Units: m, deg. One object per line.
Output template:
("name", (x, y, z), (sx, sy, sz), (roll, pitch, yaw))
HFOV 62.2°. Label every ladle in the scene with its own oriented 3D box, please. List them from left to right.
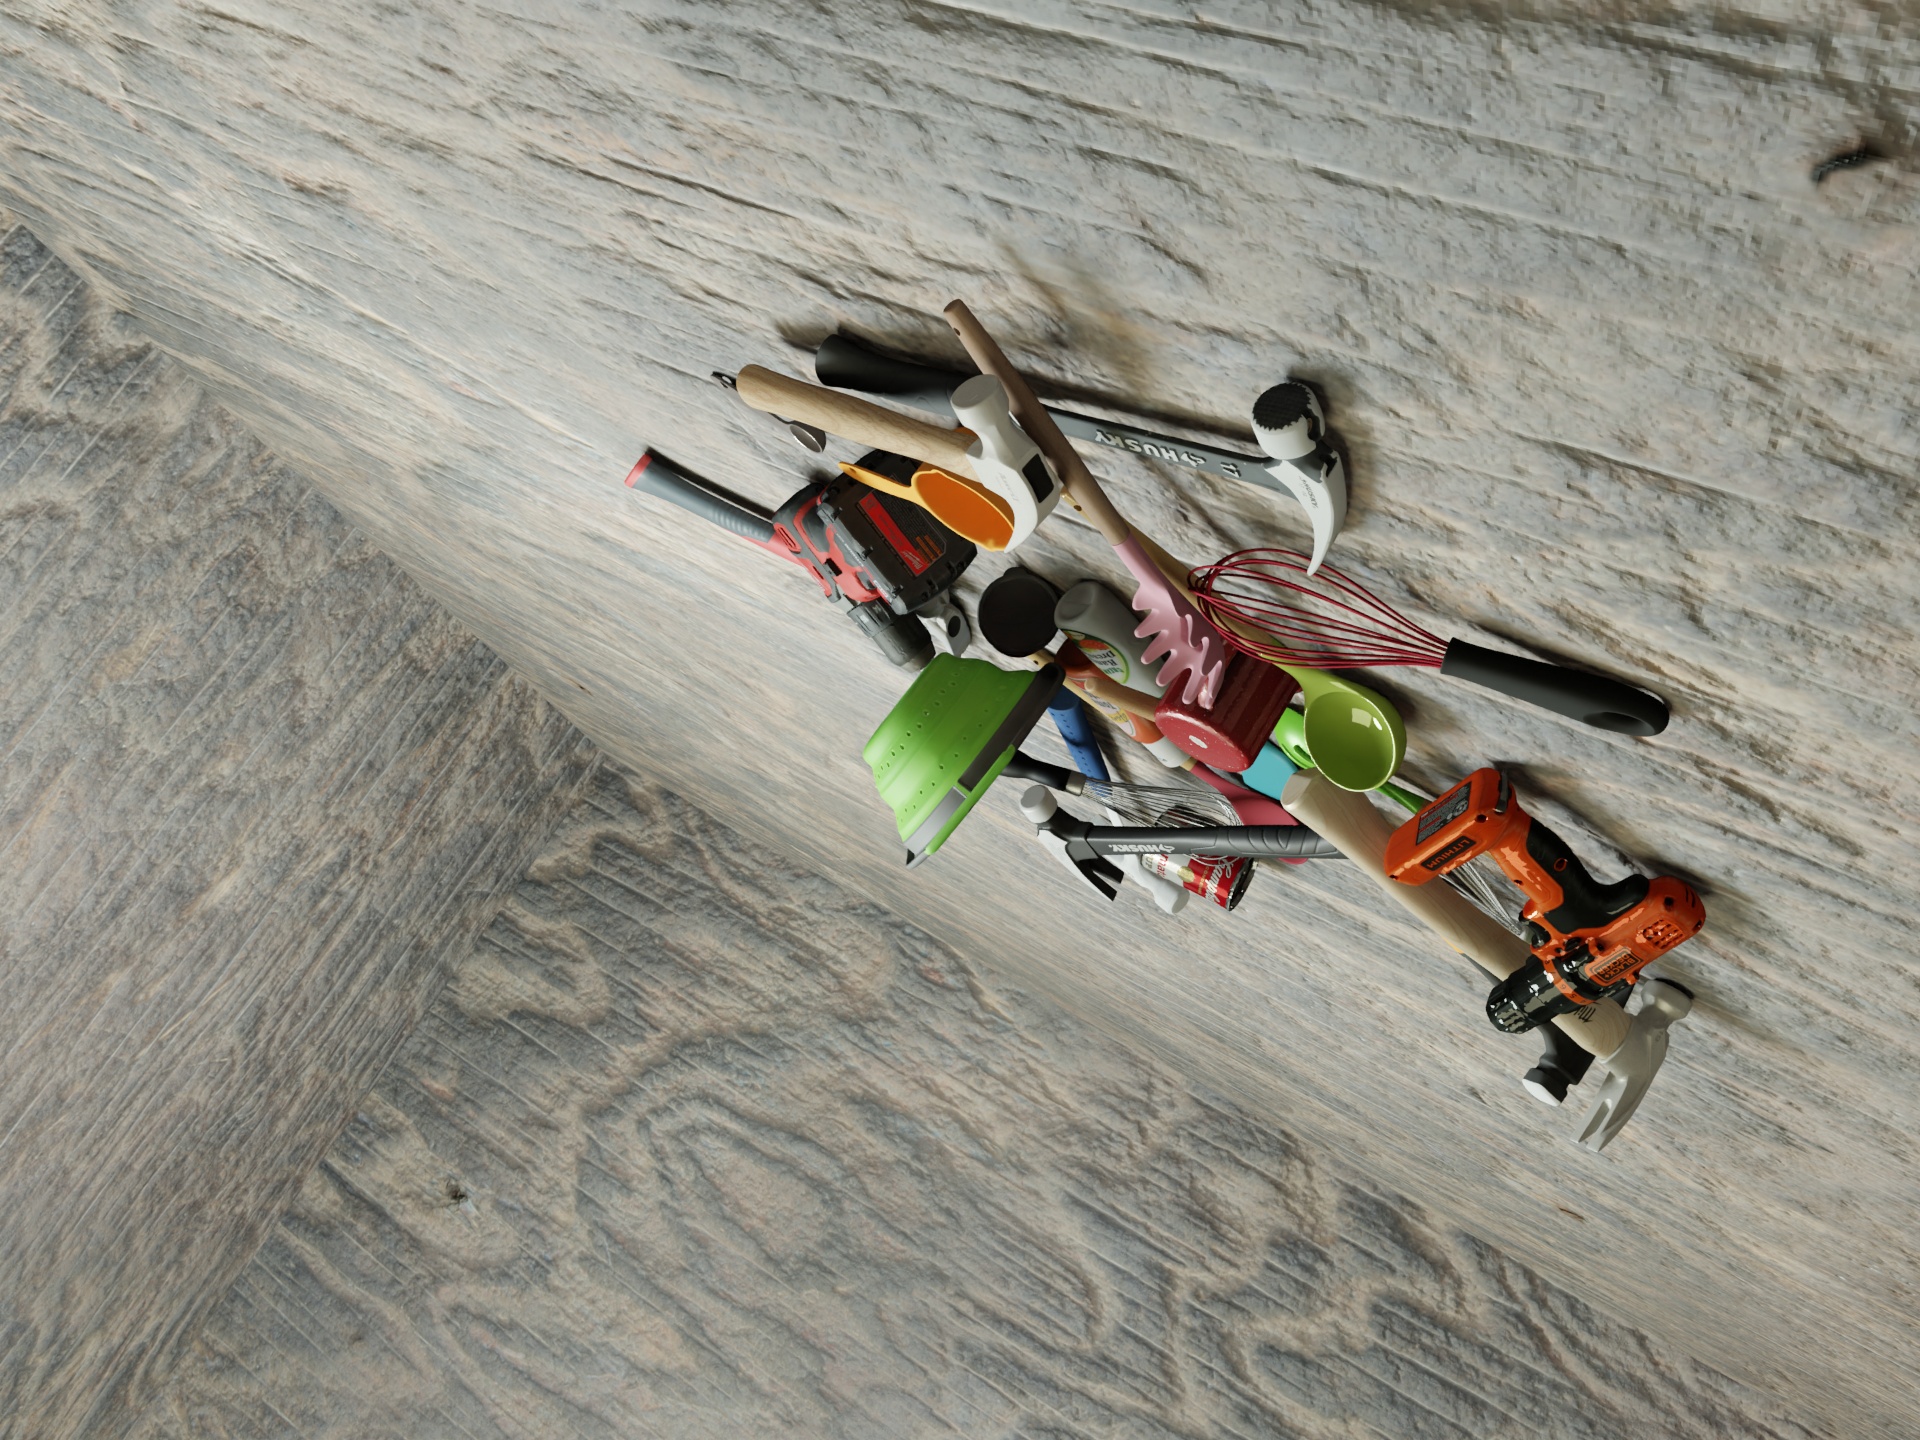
("ladle", (0.187, 0.026, 1.431), (0.315, 0.031, 0.069), (35, 150, -1))
("ladle", (0.183, -0.055, 1.068), (0.320, 0.062, 0.078), (35, 150, -23))

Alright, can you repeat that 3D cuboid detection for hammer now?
("hammer", (-0.163, -0.162, 1.536), (0.386, 0.038, 0.143), (27, 166, 21))
("hammer", (-0.052, -0.191, 1.047), (0.332, 0.031, 0.129), (28, 159, 48))
("hammer", (0.059, -0.187, 0.997), (0.409, 0.036, 0.149), (23, 163, 36))
("hammer", (0.142, 0.071, 1.625), (0.144, 0.035, 0.405), (39, 168, 33))
("hammer", (0.220, 0.111, 1.417), (0.335, 0.035, 0.146), (-3, 138, 40))
("hammer", (0.401, 0.159, 1.255), (0.336, 0.127, 0.034), (42, 167, -18))
("hammer", (0.393, 0.173, 1.216), (0.410, 0.146, 0.038), (36, 171, -18))

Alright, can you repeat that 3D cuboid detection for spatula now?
("spatula", (0.190, 0.017, 1.259), (0.082, 0.044, 0.317), (24, -176, 42))

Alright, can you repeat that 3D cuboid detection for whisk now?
("whisk", (0.139, 0.069, 1.497), (0.284, 0.070, 0.070), (18, 164, 4))
("whisk", (0.276, -0.045, 0.964), (0.296, 0.073, 0.073), (20, 162, 21))
("whisk", (0.456, 0.173, 1.318), (0.246, 0.059, 0.058), (33, -150, -17))

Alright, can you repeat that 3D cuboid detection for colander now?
("colander", (-0.002, -0.004, 1.363), (0.094, 0.204, 0.397), (38, -166, -2))

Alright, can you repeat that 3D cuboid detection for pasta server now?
("pasta server", (0.079, -0.126, 0.976), (0.316, 0.040, 0.060), (49, 162, -30))

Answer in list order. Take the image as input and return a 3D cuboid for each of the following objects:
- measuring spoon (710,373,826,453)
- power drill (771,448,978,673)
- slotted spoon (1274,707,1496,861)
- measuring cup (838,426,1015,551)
("measuring spoon", (-0.153, -0.252, 1.278), (0.124, 0.018, 0.034), (35, 167, 21))
("power drill", (-0.064, -0.124, 1.310), (0.188, 0.080, 0.227), (52, 164, -9))
("slotted spoon", (0.374, 0.078, 1.212), (0.314, 0.031, 0.070), (29, 168, 8))
("measuring cup", (-0.015, -0.180, 1.143), (0.174, 0.052, 0.095), (24, 163, 37))
